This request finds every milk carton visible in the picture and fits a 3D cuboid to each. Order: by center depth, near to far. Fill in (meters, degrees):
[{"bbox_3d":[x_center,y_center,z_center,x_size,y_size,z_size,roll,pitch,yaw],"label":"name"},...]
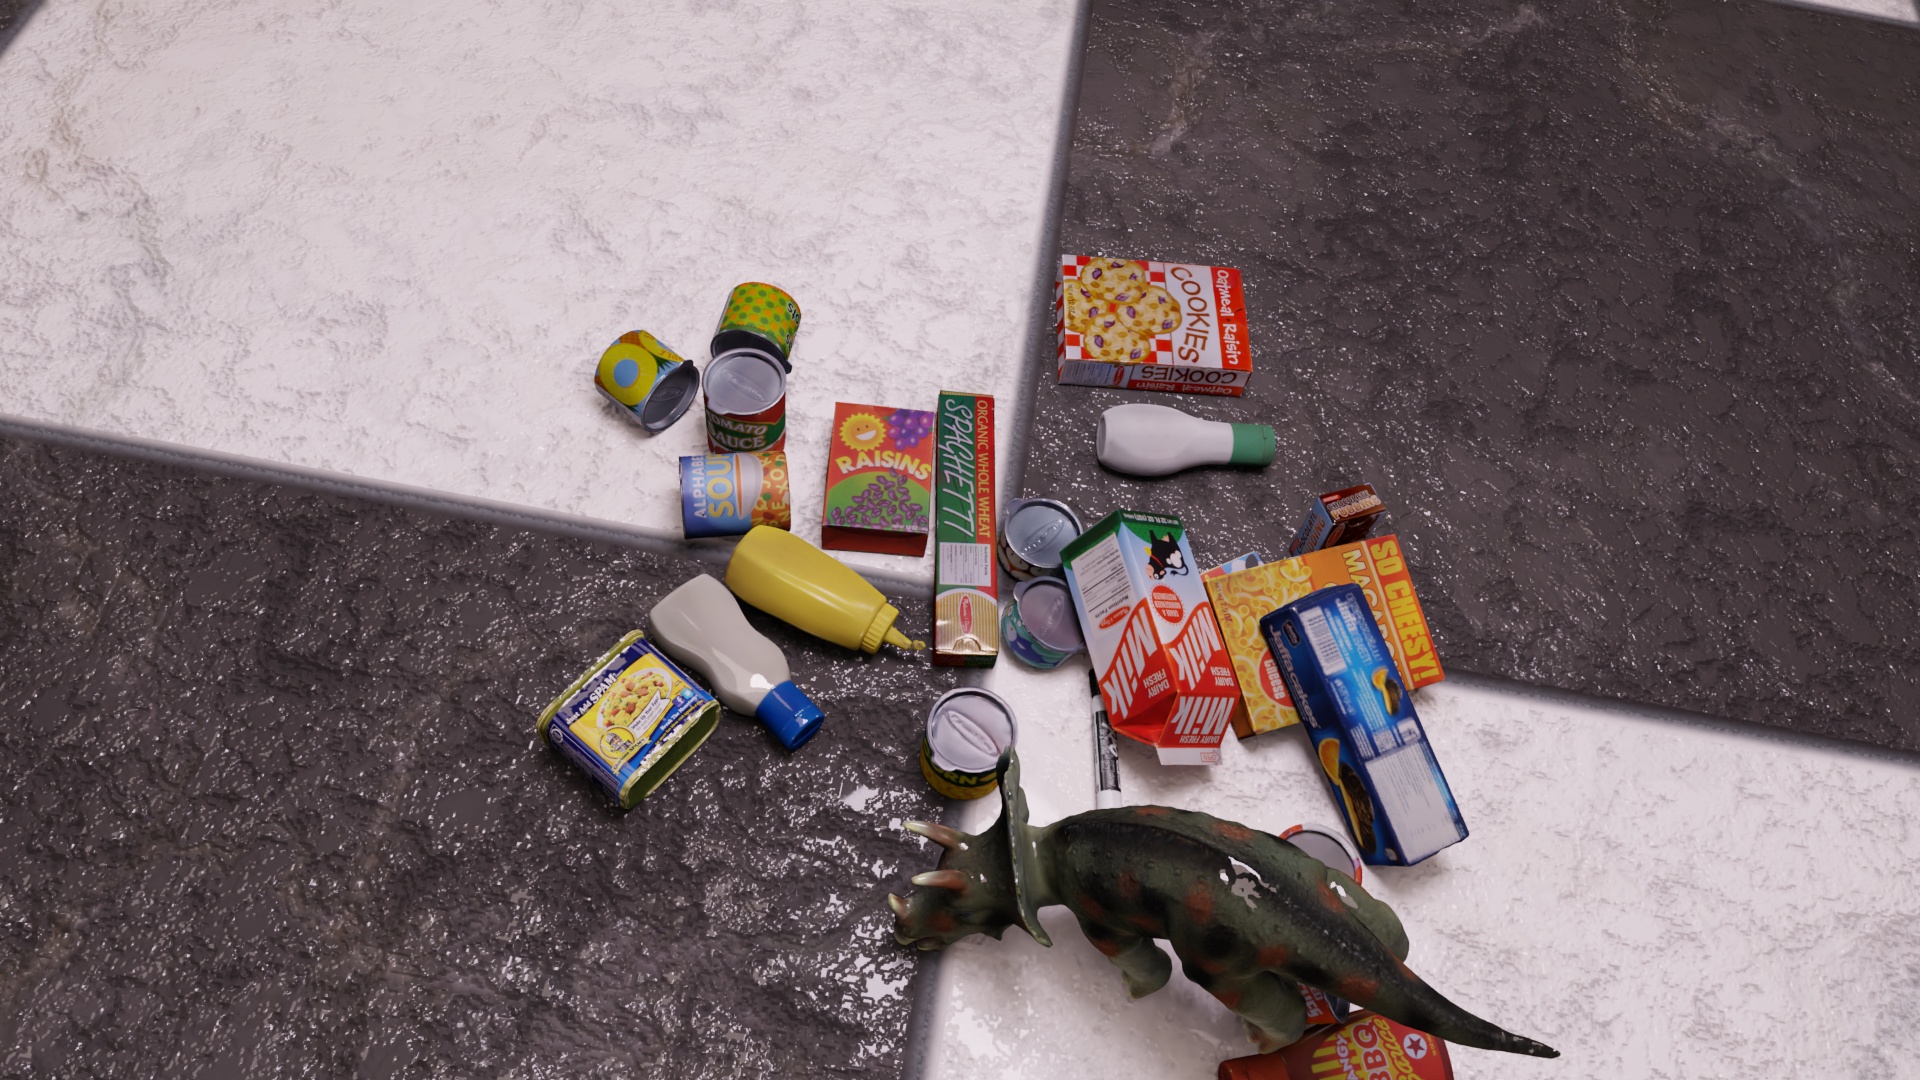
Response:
[{"bbox_3d":[0.146,0.078,1.042,0.072,0.073,0.191,7,57,-39],"label":"milk carton"}]

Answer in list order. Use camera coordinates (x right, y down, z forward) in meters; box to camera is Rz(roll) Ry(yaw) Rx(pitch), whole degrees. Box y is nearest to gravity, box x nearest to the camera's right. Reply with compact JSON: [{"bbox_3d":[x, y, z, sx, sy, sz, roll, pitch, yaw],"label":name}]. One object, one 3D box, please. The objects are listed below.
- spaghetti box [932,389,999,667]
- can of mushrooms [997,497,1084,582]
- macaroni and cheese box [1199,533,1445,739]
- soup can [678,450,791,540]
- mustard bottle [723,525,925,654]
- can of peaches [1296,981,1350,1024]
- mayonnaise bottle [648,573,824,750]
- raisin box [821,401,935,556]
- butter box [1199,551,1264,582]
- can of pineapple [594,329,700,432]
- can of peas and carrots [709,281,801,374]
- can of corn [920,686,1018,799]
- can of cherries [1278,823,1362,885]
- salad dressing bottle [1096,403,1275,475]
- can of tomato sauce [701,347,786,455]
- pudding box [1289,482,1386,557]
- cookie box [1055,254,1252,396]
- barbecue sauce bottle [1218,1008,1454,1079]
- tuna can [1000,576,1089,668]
[{"bbox_3d":[0.004,-0.014,1.126,0.050,0.028,0.251,3,58,-5],"label":"spaghetti box"},{"bbox_3d":[0.063,-0.001,1.119,0.071,0.033,0.071,5,58,-9],"label":"can of mushrooms"},{"bbox_3d":[0.277,0.073,1.081,0.167,0.040,0.124,-13,79,-15],"label":"macaroni and cheese box"},{"bbox_3d":[-0.178,-0.037,1.093,0.084,0.071,0.071,-4,59,-10],"label":"soup can"},{"bbox_3d":[-0.100,0.047,1.058,0.160,0.048,0.065,30,31,4],"label":"mustard bottle"},{"bbox_3d":[0.222,0.290,0.929,0.058,0.071,0.071,-13,54,27],"label":"can of peaches"},{"bbox_3d":[-0.164,0.093,1.032,0.148,0.041,0.065,43,59,17],"label":"mayonnaise bottle"},{"bbox_3d":[-0.067,-0.051,1.134,0.086,0.040,0.124,5,57,-3],"label":"raisin box"},{"bbox_3d":[0.205,0.051,1.113,0.104,0.024,0.053,-21,63,-19],"label":"butter box"},{"bbox_3d":[-0.257,-0.133,1.144,0.058,0.070,0.071,37,61,15],"label":"can of pineapple"},{"bbox_3d":[-0.171,-0.177,1.184,0.071,0.070,0.059,12,57,0],"label":"can of peas and carrots"},{"bbox_3d":[0.004,0.150,1.007,0.071,0.058,0.071,3,58,-5],"label":"can of corn"},{"bbox_3d":[0.242,0.242,0.979,0.071,0.058,0.072,3,58,-5],"label":"can of cherries"},{"bbox_3d":[0.192,-0.084,1.185,0.148,0.043,0.064,3,56,-7],"label":"salad dressing bottle"},{"bbox_3d":[-0.175,-0.103,1.127,0.071,0.082,0.071,3,58,-5],"label":"can of tomato sauce"},{"bbox_3d":[0.305,-0.008,1.127,0.050,0.083,0.030,-14,61,-15],"label":"pudding box"},{"bbox_3d":[0.172,-0.195,1.252,0.167,0.040,0.123,4,58,-5],"label":"cookie box"},{"bbox_3d":[0.247,0.350,0.921,0.149,0.043,0.065,-7,60,-11],"label":"barbecue sauce bottle"},{"bbox_3d":[0.064,0.062,1.072,0.071,0.032,0.071,14,54,-20],"label":"tuna can"}]
